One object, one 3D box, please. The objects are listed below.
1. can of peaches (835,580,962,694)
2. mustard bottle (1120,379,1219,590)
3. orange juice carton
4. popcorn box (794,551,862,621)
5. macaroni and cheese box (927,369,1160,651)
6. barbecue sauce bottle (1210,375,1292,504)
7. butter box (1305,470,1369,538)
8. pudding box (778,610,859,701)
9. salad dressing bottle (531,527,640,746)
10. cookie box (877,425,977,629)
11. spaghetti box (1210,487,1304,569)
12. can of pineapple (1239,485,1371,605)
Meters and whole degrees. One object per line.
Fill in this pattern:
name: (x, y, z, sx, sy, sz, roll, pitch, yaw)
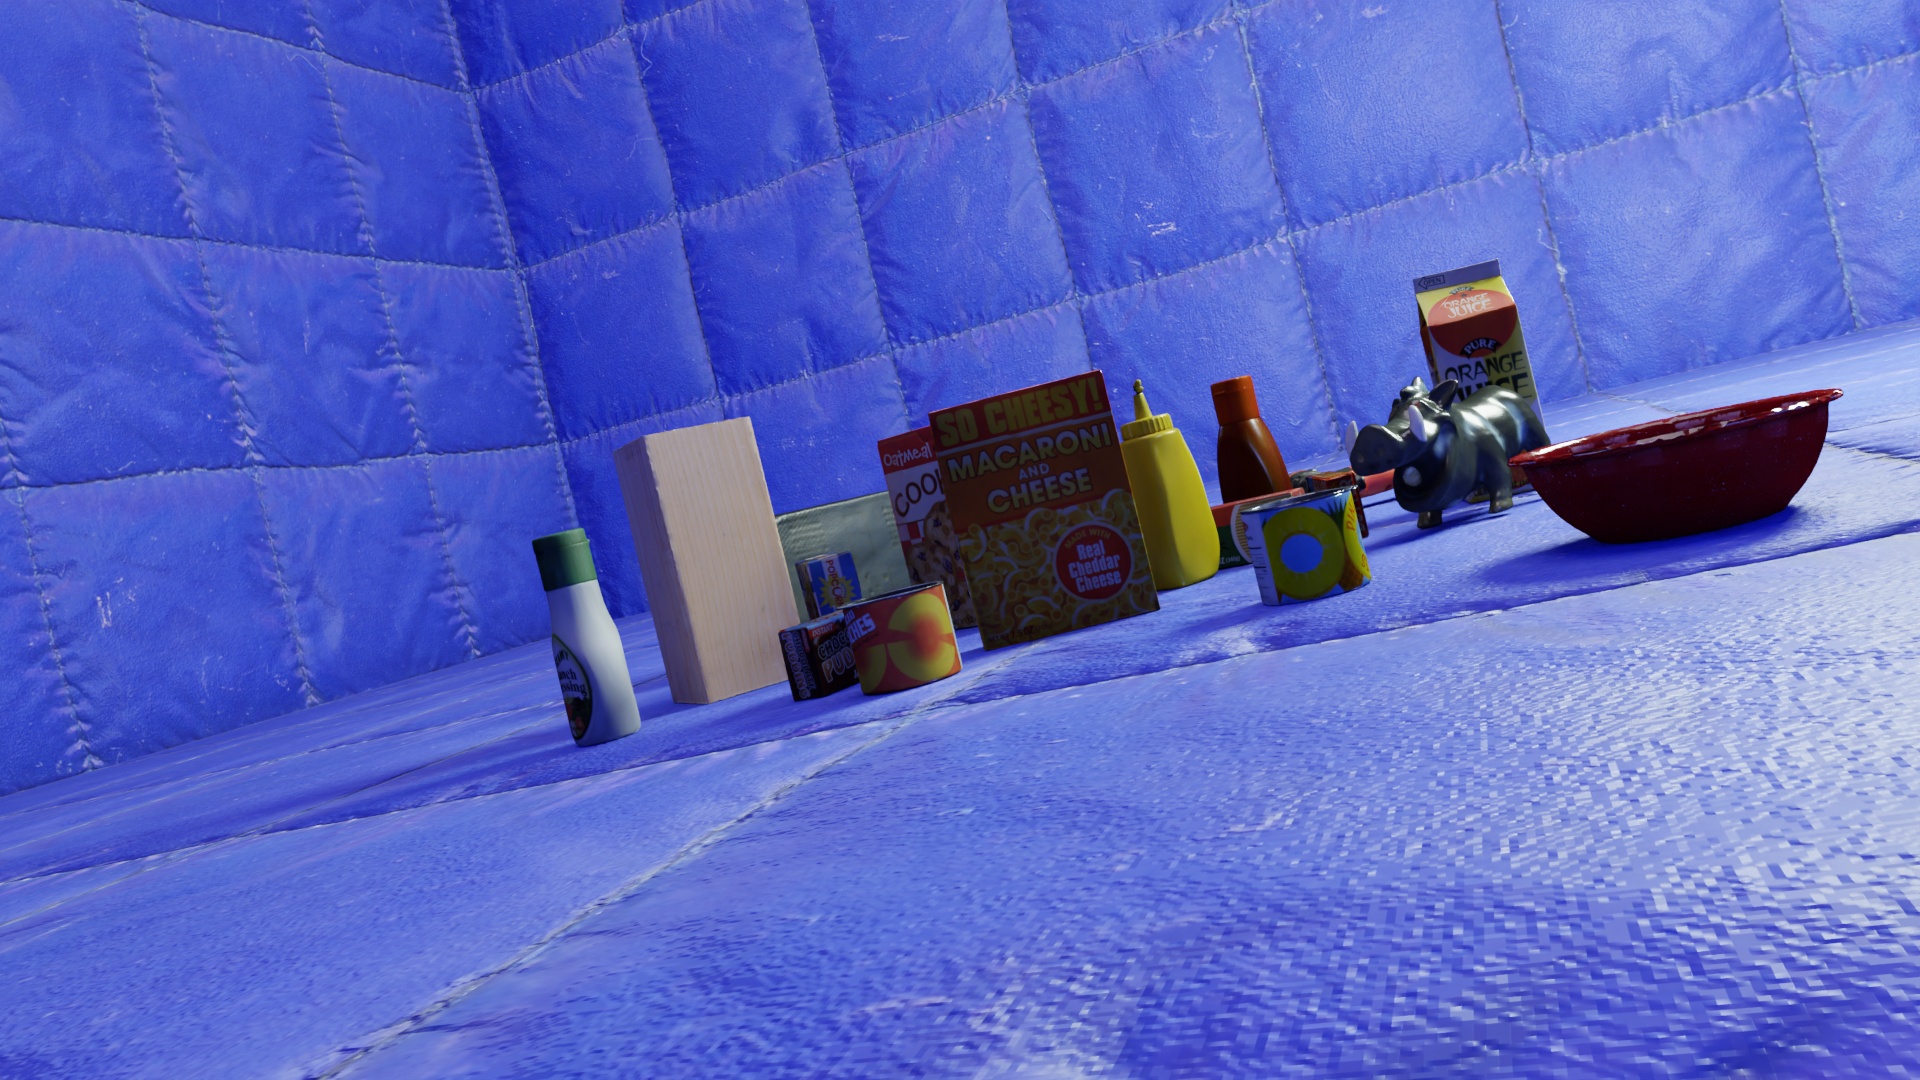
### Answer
can of peaches: (-0.038, 0.061, 0.867, 0.071, 0.058, 0.071, -14, 2, 0)
mustard bottle: (0.153, -0.044, 1.059, 0.065, 0.160, 0.048, -15, 2, -44)
orange juice carton: (0.433, -0.133, 1.155, 0.072, 0.192, 0.073, -13, 1, 14)
popcorn box: (-0.106, 0.054, 1.156, 0.038, 0.085, 0.126, -14, 2, -11)
macaroni and cheese box: (0.056, -0.020, 0.949, 0.124, 0.166, 0.040, -14, 1, 3)
barbecue sauce bottle: (0.250, -0.067, 1.201, 0.044, 0.148, 0.064, -15, 2, -39)
butter box: (0.304, -0.028, 1.123, 0.024, 0.053, 0.103, -14, 2, 6)
pudding box: (-0.083, 0.074, 0.941, 0.030, 0.049, 0.084, -13, 2, 34)
salad dressing bottle: (-0.262, 0.066, 0.965, 0.044, 0.147, 0.064, -15, 2, -36)
cookie box: (0.004, -0.014, 1.128, 0.122, 0.167, 0.040, -12, 2, 42)
spaghetti box: (0.163, 0.007, 1.137, 0.249, 0.050, 0.029, -13, 2, 32)
can of pineapple: (0.207, 0.003, 0.823, 0.071, 0.058, 0.071, -14, 2, 0)
